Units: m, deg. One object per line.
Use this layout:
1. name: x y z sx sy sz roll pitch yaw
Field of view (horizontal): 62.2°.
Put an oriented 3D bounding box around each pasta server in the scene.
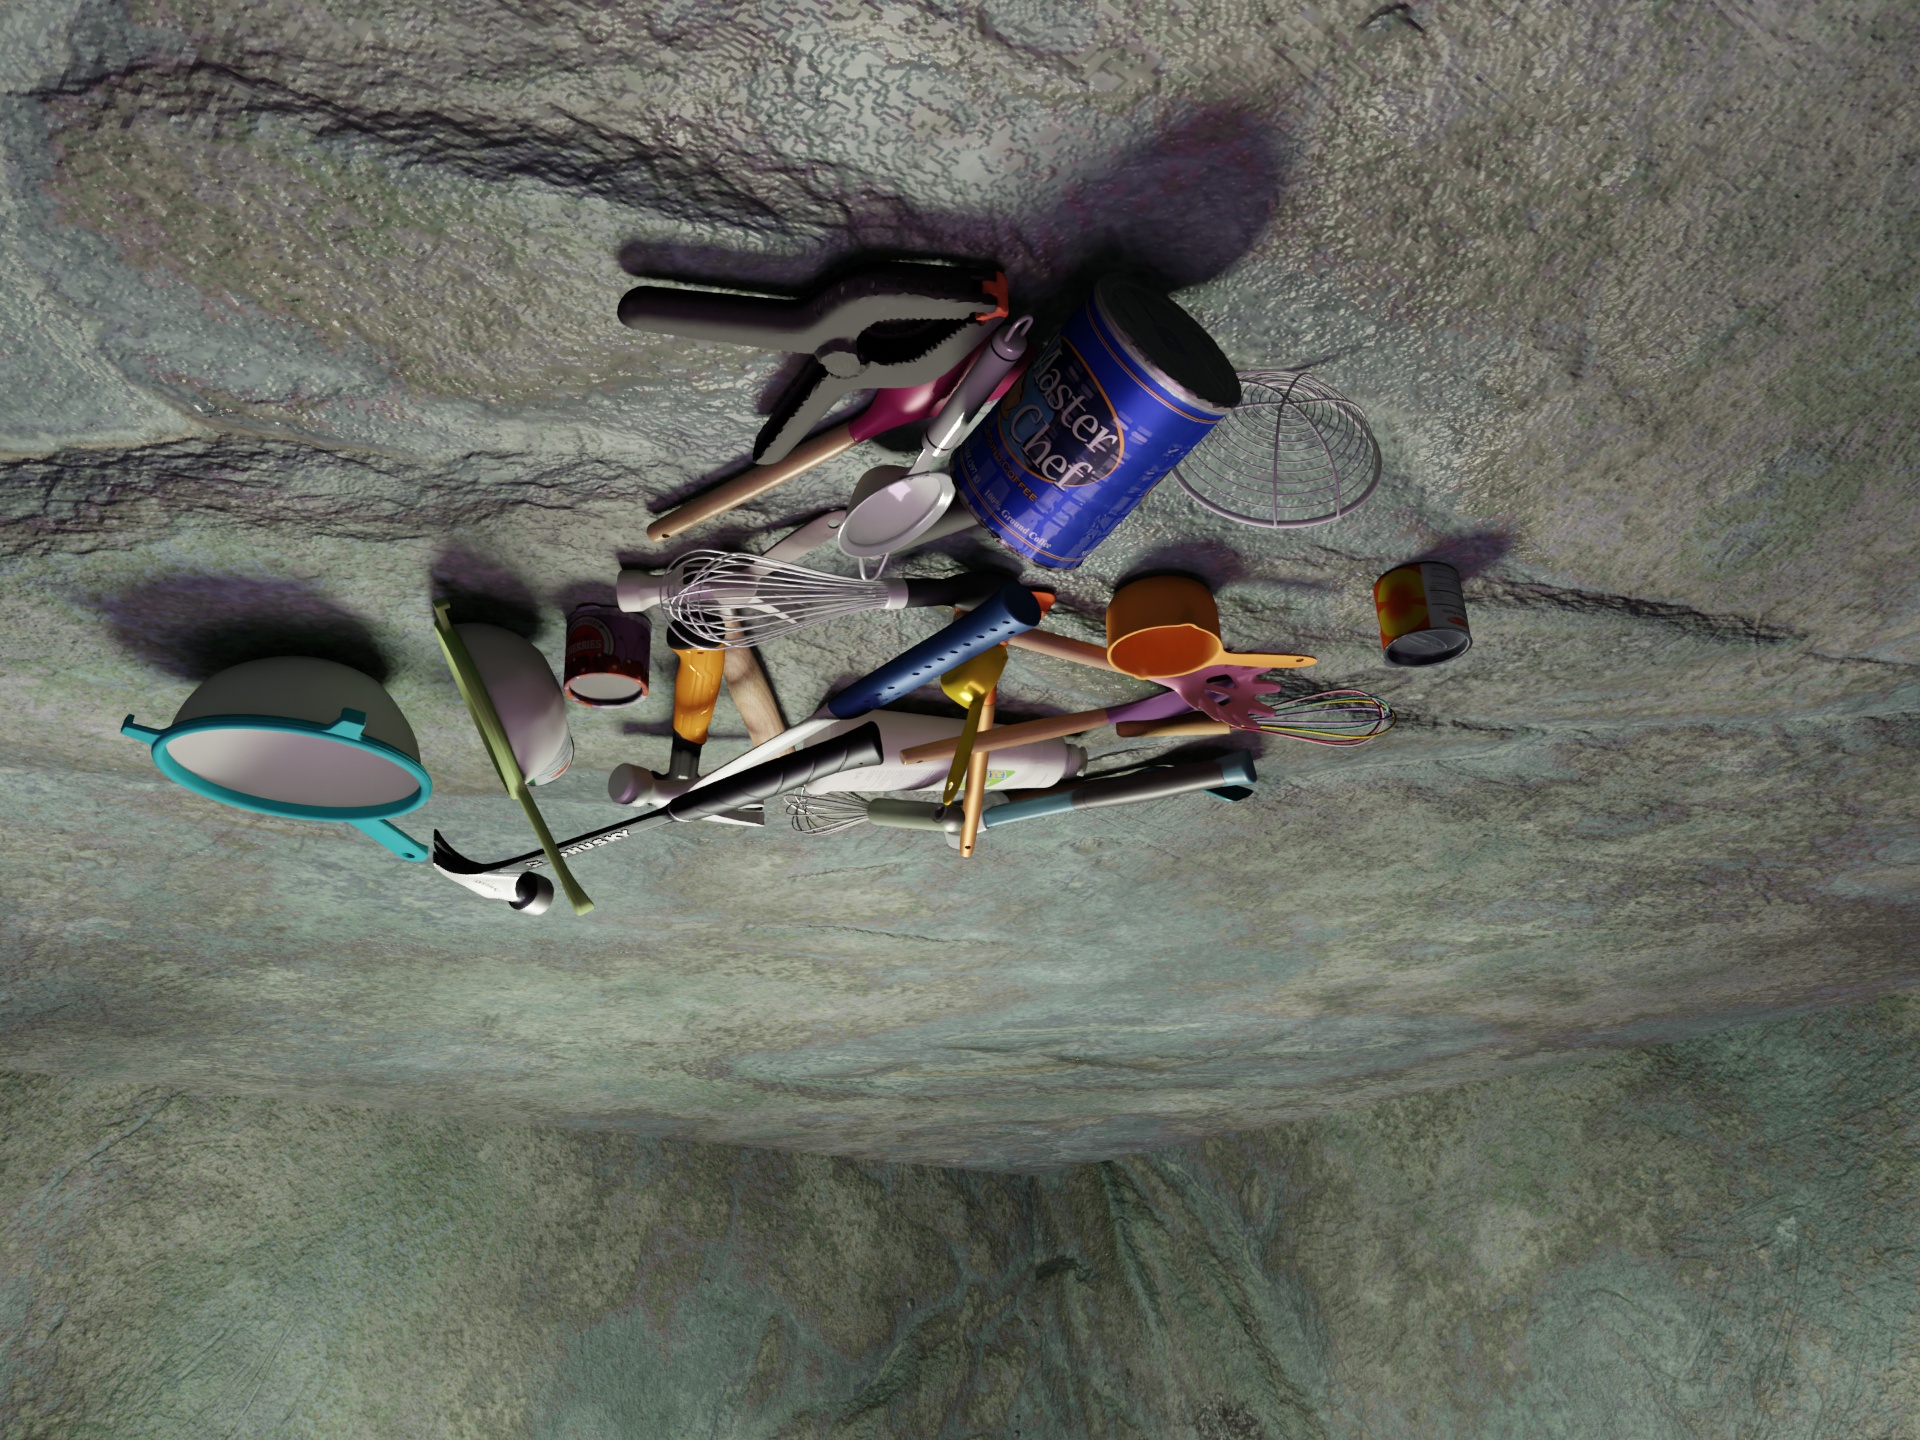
1. pasta server: 0.130 -0.047 1.270 0.316 0.060 0.040 13 178 -33

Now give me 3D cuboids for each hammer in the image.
1. hammer: 0.120 0.068 1.437 0.331 0.033 0.128 -14 -175 37
2. hammer: -0.097 -0.004 1.239 0.405 0.035 0.144 -28 149 36
3. hammer: -0.212 0.000 1.304 0.127 0.034 0.336 4 155 -10
4. hammer: -0.175 -0.038 1.302 0.130 0.031 0.331 -3 156 3
5. hammer: -0.241 0.074 1.279 0.409 0.036 0.149 -19 152 21

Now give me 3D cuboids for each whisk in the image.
1. whisk: -0.078 -0.091 1.129 0.284 0.070 0.070 -5 159 -30
2. whisk: 0.260 0.001 1.407 0.245 0.047 0.051 -3 157 9
3. whisk: -0.081 0.084 1.465 0.246 0.058 0.059 1 154 48

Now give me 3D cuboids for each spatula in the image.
1. spatula: 0.019 0.007 1.330 0.081 0.041 0.322 1 132 -6
2. spatula: 0.097 0.002 1.333 0.316 0.018 0.059 -11 158 -22
3. spatula: 0.124 0.078 1.561 0.317 0.044 0.082 -11 -179 23

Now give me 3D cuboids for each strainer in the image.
1. strainer: -0.525 0.029 1.349 0.211 0.095 0.340 -2 158 6
2. strainer: -0.320 0.025 1.217 0.069 0.256 0.151 -26 166 -18
3. strainer: -0.017 -0.170 0.979 0.087 0.050 0.258 -18 164 -34

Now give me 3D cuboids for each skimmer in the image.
1. skimmer: 0.087 -0.139 1.028 0.363 0.127 0.090 -14 131 40

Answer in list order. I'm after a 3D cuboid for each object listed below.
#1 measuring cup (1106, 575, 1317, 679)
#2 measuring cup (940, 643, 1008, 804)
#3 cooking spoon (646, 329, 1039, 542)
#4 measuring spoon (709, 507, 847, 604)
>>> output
1. measuring cup: 0.195 -0.071 1.233 0.173 0.052 0.095 4 155 -16
2. measuring cup: -0.002 -0.004 1.193 0.029 0.157 0.062 34 137 -21
3. cooking spoon: -0.087 -0.175 1.023 0.319 0.017 0.068 -20 150 32
4. measuring spoon: -0.126 -0.113 1.124 0.124 0.018 0.034 -29 131 22
